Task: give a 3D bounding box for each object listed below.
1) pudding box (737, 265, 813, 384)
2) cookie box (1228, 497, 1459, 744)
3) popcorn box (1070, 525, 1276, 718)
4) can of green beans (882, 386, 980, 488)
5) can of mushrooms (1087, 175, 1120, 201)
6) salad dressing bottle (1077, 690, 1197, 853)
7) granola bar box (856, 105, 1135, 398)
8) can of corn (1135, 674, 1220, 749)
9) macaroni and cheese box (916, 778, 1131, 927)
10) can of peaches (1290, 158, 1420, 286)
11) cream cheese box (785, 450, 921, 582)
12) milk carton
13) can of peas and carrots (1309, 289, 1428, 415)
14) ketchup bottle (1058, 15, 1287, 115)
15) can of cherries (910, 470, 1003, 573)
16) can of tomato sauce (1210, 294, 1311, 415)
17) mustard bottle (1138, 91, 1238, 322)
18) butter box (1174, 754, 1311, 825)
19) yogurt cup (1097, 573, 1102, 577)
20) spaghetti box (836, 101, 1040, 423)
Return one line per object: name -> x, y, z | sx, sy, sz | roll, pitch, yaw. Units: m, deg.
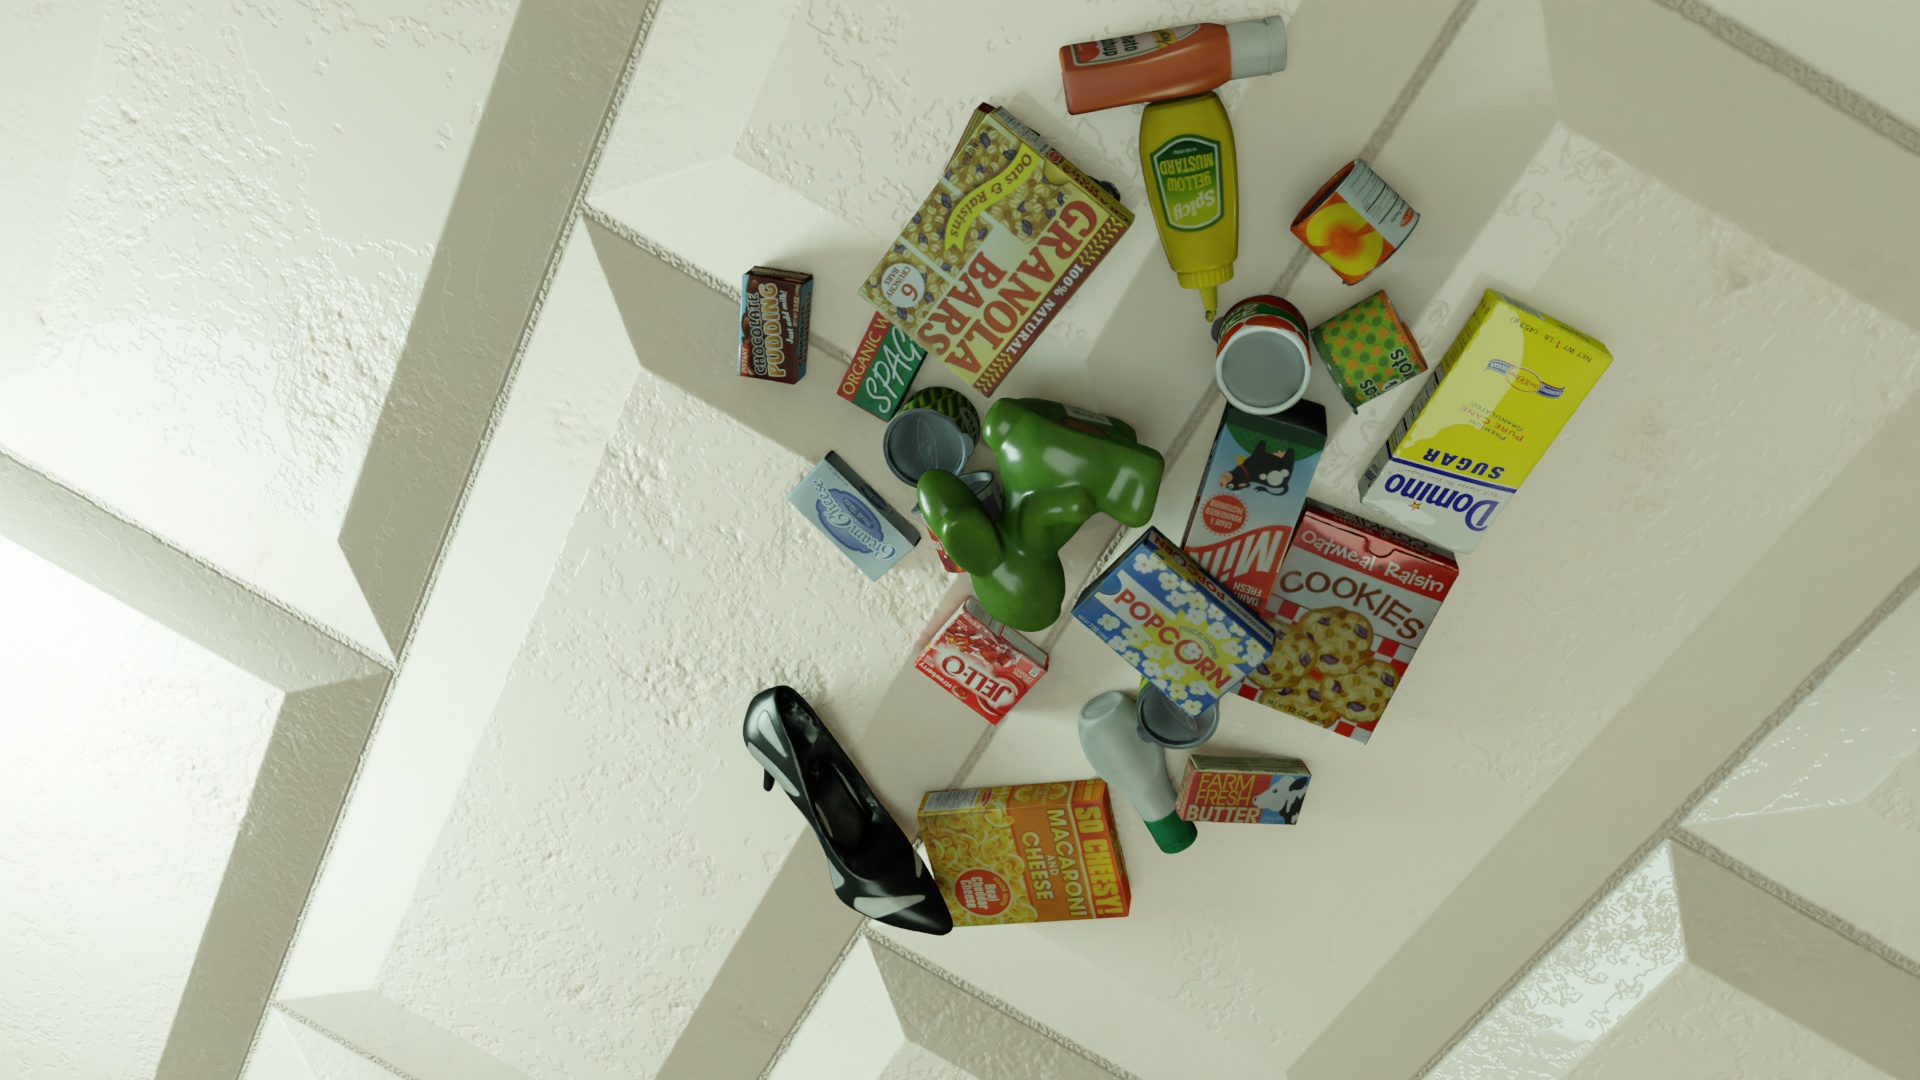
pudding box -> -0.145, -0.167, 1.080 | 0.050, 0.030, 0.083 | 12, 115, 8
cookie box -> 0.292, 0.064, 1.081 | 0.123, 0.040, 0.166 | 21, 116, 3
popcorn box -> 0.158, 0.061, 1.030 | 0.126, 0.038, 0.085 | 40, 122, -4
can of green beans -> -0.021, -0.080, 1.076 | 0.071, 0.058, 0.071 | 5, 114, 10
can of mushrooms -> 0.082, -0.231, 1.002 | 0.071, 0.033, 0.070 | 5, 114, 11
salad dressing bottle -> 0.151, 0.197, 1.169 | 0.064, 0.044, 0.147 | -25, 108, 19
granola bar box -> 0.023, -0.202, 0.987 | 0.124, 0.039, 0.165 | 38, 118, -5
can of corn -> 0.175, 0.127, 1.124 | 0.071, 0.058, 0.071 | 4, 114, 10
macaroni and cheese box -> 0.057, 0.276, 1.224 | 0.166, 0.040, 0.123 | -8, 111, 16
can of peaches -> 0.267, -0.216, 0.951 | 0.058, 0.071, 0.071 | 41, 115, -7
cream cheese box -> -0.087, -0.019, 1.136 | 0.104, 0.024, 0.053 | 44, 116, -8
milk carton -> 0.210, -0.014, 1.047 | 0.073, 0.073, 0.189 | 17, 116, 6
can of peas and carrots -> 0.289, -0.133, 0.980 | 0.058, 0.071, 0.071 | -30, 104, 22
ketchup bottle -> 0.142, -0.322, 0.936 | 0.149, 0.065, 0.043 | -8, 124, 6
can of cherries -> 0.004, -0.014, 1.094 | 0.071, 0.072, 0.058 | -17, 110, 19
can of tomato sauce -> 0.213, -0.133, 0.988 | 0.071, 0.083, 0.071 | 4, 114, 10
mustard bottle -> 0.167, -0.230, 0.975 | 0.065, 0.049, 0.159 | -8, 111, 17
butter box -> 0.233, 0.206, 1.147 | 0.103, 0.024, 0.053 | 4, 114, -12
yogurt cup -> 0.144, 0.050, 1.095 | 0.054, 0.073, 0.072 | -20, 108, 11
spaghetti box -> -0.020, -0.201, 1.039 | 0.050, 0.029, 0.249 | 29, 116, -1
